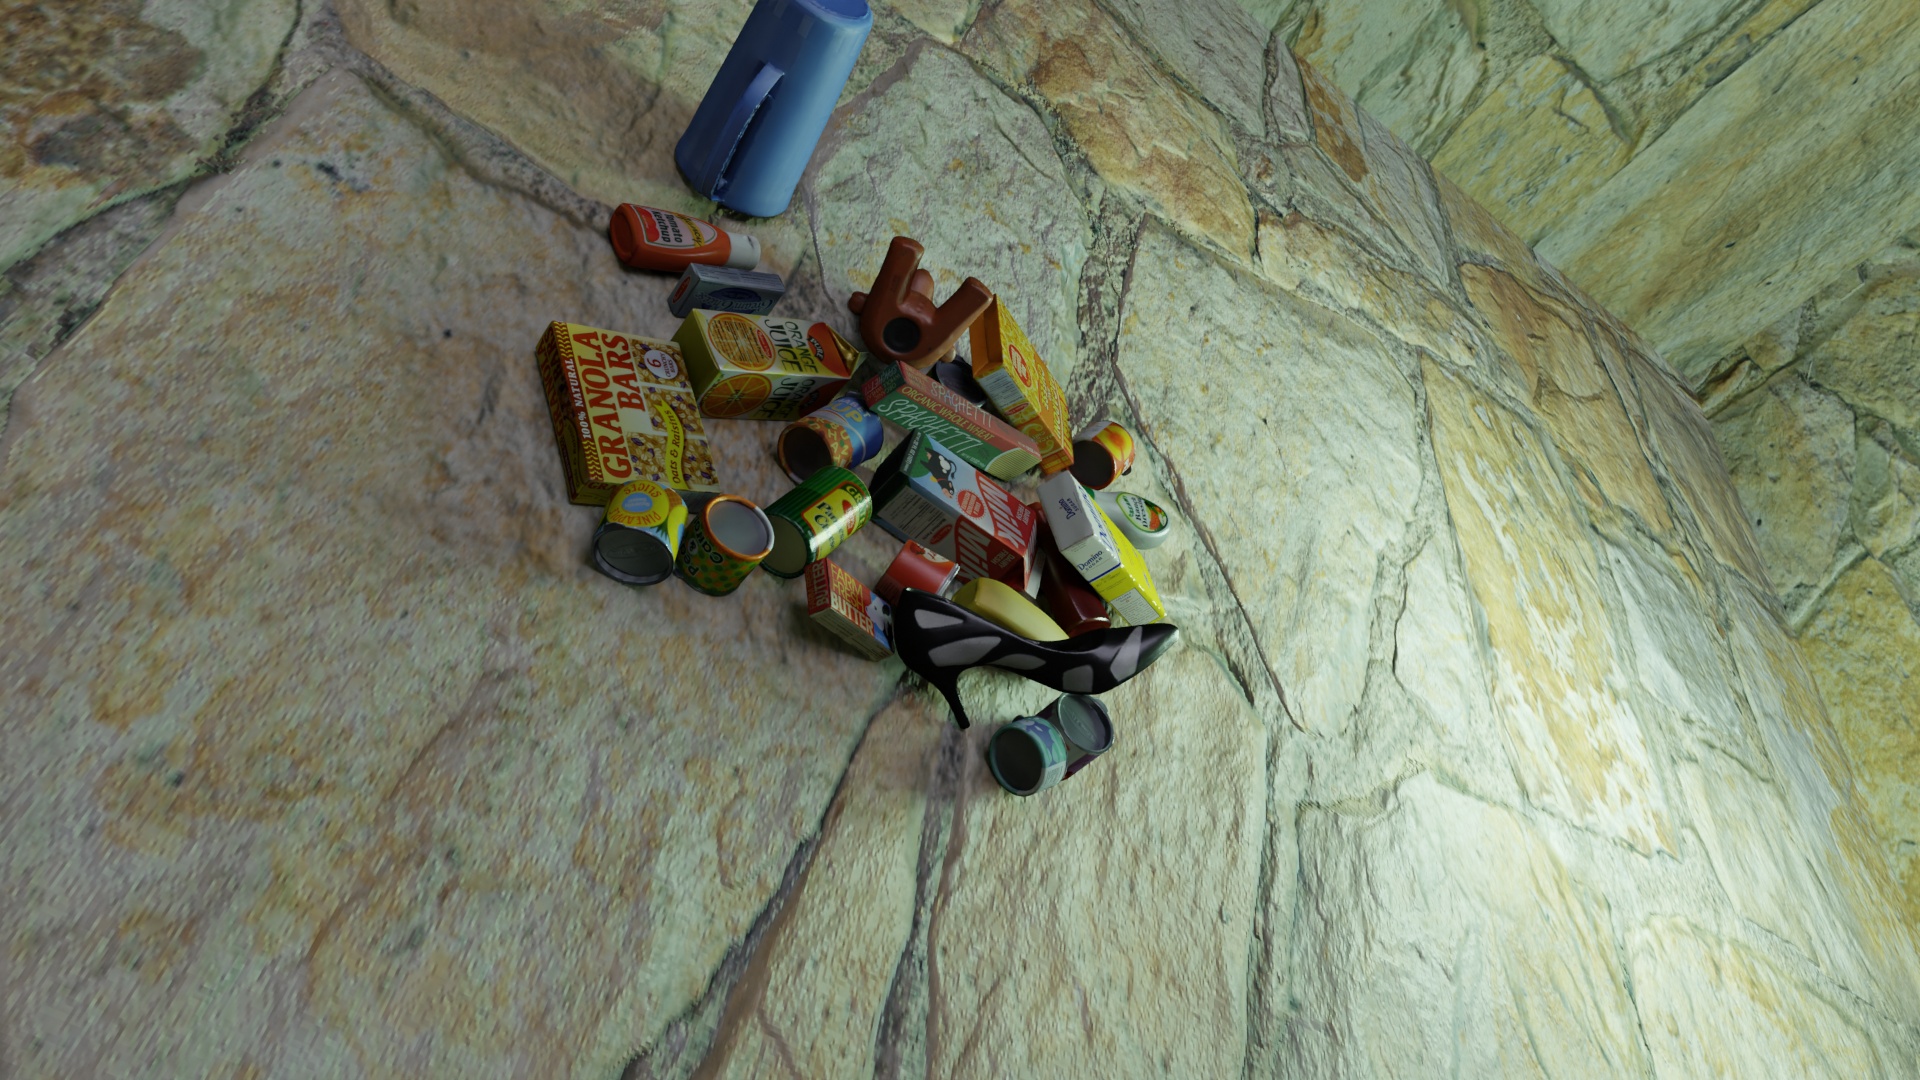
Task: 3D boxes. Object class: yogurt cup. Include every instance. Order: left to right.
[{"bbox_3d":[-0.041,0.036,1.273,0.054,0.072,0.073,35,38,-2],"label":"yogurt cup"}]

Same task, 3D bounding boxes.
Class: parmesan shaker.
[{"bbox_3d":[-0.132,-0.014,1.232,0.071,0.071,0.103,47,38,0],"label":"parmesan shaker"}]

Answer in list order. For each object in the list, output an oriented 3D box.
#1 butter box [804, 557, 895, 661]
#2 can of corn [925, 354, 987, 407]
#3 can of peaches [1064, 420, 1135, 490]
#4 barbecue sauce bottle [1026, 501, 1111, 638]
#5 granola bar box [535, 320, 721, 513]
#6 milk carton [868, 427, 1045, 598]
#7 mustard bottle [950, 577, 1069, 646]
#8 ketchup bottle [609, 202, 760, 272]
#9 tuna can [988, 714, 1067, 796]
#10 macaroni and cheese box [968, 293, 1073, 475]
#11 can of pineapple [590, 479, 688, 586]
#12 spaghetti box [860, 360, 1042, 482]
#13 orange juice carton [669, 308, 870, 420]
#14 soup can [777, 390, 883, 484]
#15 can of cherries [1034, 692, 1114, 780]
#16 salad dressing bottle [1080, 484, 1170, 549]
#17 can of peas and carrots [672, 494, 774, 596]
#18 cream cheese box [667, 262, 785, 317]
[{"bbox_3d":[-0.095,0.061,1.201,0.103,0.024,0.053,41,31,-47],"label":"butter box"},{"bbox_3d":[-0.015,-0.154,1.470,0.071,0.058,0.071,25,43,-25],"label":"can of corn"},{"bbox_3d":[0.158,-0.094,1.571,0.071,0.071,0.058,49,38,3],"label":"can of peaches"},{"bbox_3d":[0.102,0.030,1.426,0.065,0.043,0.149,13,47,-52],"label":"barbecue sauce bottle"},{"bbox_3d":[-0.285,-0.104,1.189,0.124,0.039,0.166,5,54,-41],"label":"granola bar box"},{"bbox_3d":[0.005,-0.017,1.354,0.190,0.073,0.073,35,39,-15],"label":"milk carton"},{"bbox_3d":[0.063,0.094,1.321,0.160,0.065,0.049,34,45,-24],"label":"mustard bottle"},{"bbox_3d":[-0.268,-0.292,1.369,0.149,0.043,0.065,-1,57,-44],"label":"ketchup bottle"},{"bbox_3d":[0.058,0.188,1.226,0.033,0.070,0.071,-11,65,-47],"label":"tuna can"},{"bbox_3d":[0.067,-0.169,1.516,0.166,0.040,0.124,49,26,-39],"label":"macaroni and cheese box"},{"bbox_3d":[-0.255,-0.008,1.107,0.071,0.070,0.058,29,40,-21],"label":"can of pineapple"},{"bbox_3d":[-0.004,-0.116,1.396,0.250,0.050,0.029,24,40,-52],"label":"spaghetti box"},{"bbox_3d":[-0.177,-0.163,1.316,0.193,0.071,0.073,-2,59,-44],"label":"orange juice carton"},{"bbox_3d":[-0.122,-0.095,1.308,0.071,0.071,0.084,49,38,3],"label":"soup can"},{"bbox_3d":[0.099,0.179,1.280,0.071,0.058,0.072,25,42,-24],"label":"can of cherries"},{"bbox_3d":[0.165,-0.031,1.540,0.148,0.043,0.064,17,47,-32],"label":"salad dressing bottle"},{"bbox_3d":[-0.199,0.004,1.157,0.071,0.058,0.071,25,42,-25],"label":"can of peas and carrots"},{"bbox_3d":[-0.226,-0.239,1.353,0.104,0.053,0.024,-1,56,-44],"label":"cream cheese box"}]
